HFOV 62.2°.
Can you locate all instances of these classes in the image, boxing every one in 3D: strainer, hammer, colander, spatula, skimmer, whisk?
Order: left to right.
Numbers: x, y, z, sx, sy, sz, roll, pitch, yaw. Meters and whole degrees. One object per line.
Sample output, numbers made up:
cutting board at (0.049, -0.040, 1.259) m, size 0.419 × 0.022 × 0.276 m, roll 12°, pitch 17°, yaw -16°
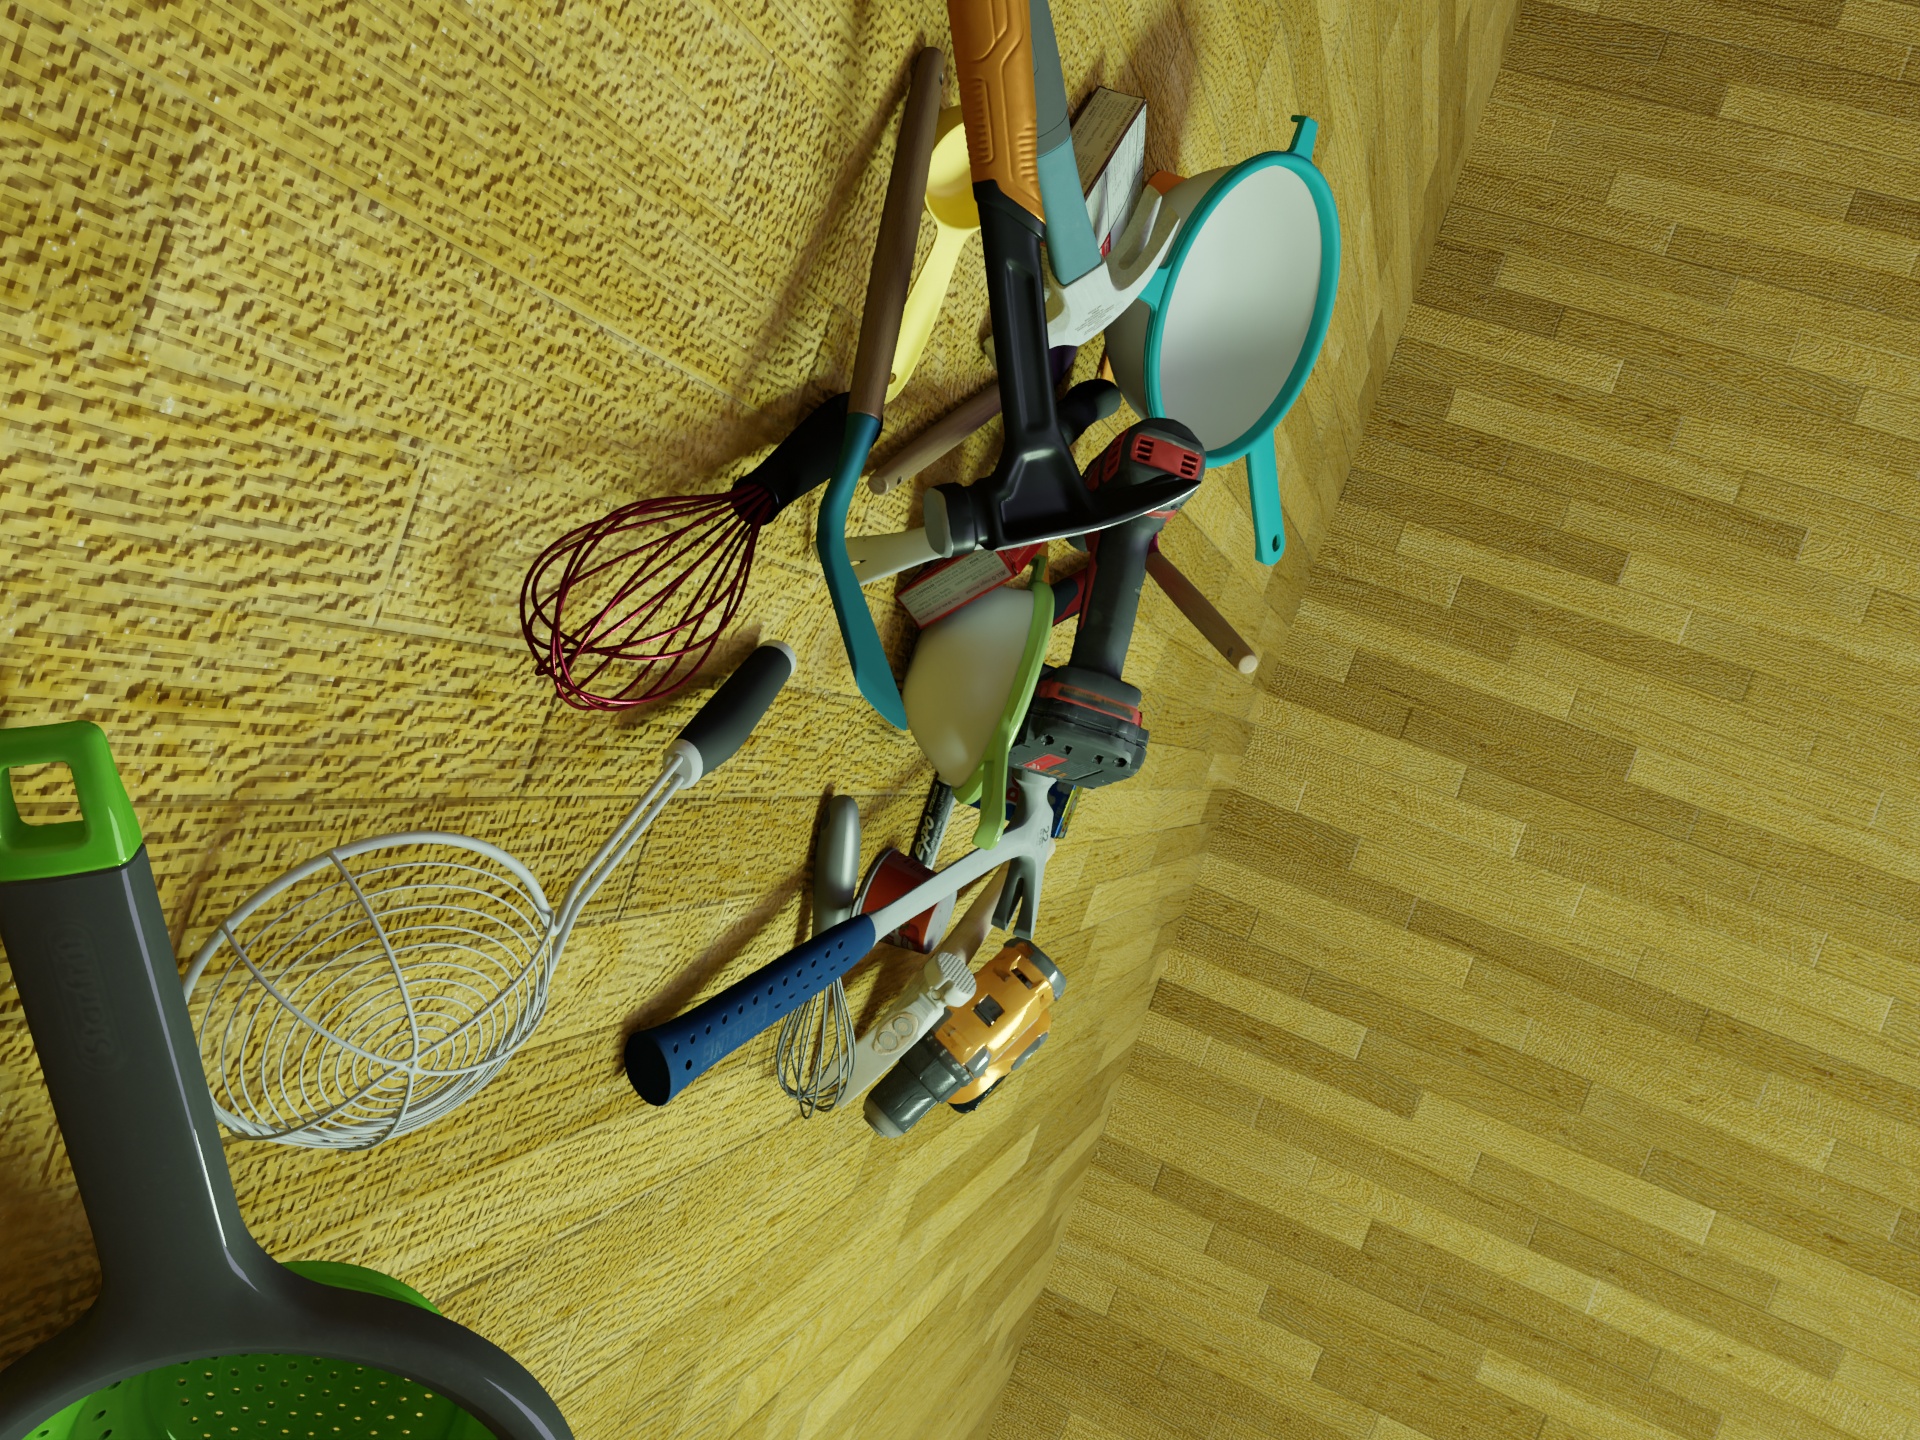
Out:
colander at (-0.229, 0.175, 0.500) m, size 0.095 × 0.204 × 0.396 m, roll -119°, pitch -155°, yaw -67°
skimmer at (-0.165, 0.037, 0.653) m, size 0.363 × 0.090 × 0.127 m, roll -61°, pitch 164°, yaw -60°
whisk at (-0.096, -0.086, 0.676) m, size 0.296 × 0.073 × 0.073 m, roll -55°, pitch 159°, yaw -55°
whisk at (-0.087, 0.154, 1.019) m, size 0.055 × 0.055 × 0.238 m, roll -40°, pitch 143°, yaw -59°
hammer at (-0.052, 0.133, 0.987) m, size 0.405 × 0.035 × 0.144 m, roll -26°, pitch 126°, yaw -53°
spatula at (-0.028, -0.157, 0.708) m, size 0.082 × 0.044 × 0.318 m, roll 45°, pitch 52°, yaw -71°
strainer at (-0.002, -0.003, 0.964) m, size 0.257 × 0.069 × 0.151 m, roll -84°, pitch -163°, yaw -63°
hammer at (0.002, 0.177, 1.298) m, size 0.146 × 0.038 × 0.411 m, roll -45°, pitch 178°, yaw 21°
spatula at (0.019, -0.195, 0.976) m, size 0.316 × 0.018 × 0.059 m, roll -48°, pitch 154°, yaw -53°
hammer at (0.026, -0.243, 0.677) m, size 0.034 × 0.127 × 0.336 m, roll -144°, pitch -137°, yaw -65°
hammer at (0.038, -0.156, 0.953) m, size 0.409 × 0.149 × 0.036 m, roll -54°, pitch 125°, yaw -65°
hammer at (0.040, -0.307, 0.815) m, size 0.128 × 0.033 × 0.330 m, roll -32°, pitch 152°, yaw -2°
hammer at (0.082, -0.085, 1.278) m, size 0.386 × 0.038 × 0.143 m, roll -32°, pitch 142°, yaw -64°
strainer at (0.178, -0.247, 1.134) m, size 0.211 × 0.095 × 0.340 m, roll -46°, pitch 143°, yaw -21°

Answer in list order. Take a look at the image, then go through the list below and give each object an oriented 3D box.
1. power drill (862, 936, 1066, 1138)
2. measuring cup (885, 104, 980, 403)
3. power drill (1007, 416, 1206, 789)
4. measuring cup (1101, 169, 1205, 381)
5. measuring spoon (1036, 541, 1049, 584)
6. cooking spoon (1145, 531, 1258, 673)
power drill at (0.000, 0.267, 1.291) m, size 0.185 × 0.084 × 0.226 m, roll -43°, pitch 168°, yaw -11°
measuring cup at (-0.018, -0.232, 0.798) m, size 0.062 × 0.029 × 0.156 m, roll -1°, pitch 131°, yaw -37°
power drill at (0.086, -0.074, 1.050) m, size 0.188 × 0.080 × 0.227 m, roll 149°, pitch -42°, yaw -76°
measuring cup at (0.148, -0.313, 1.176) m, size 0.095 × 0.052 × 0.173 m, roll -19°, pitch 126°, yaw -69°
measuring spoon at (0.062, -0.129, 1.135) m, size 0.021 × 0.011 × 0.117 m, roll -6°, pitch 96°, yaw -64°
cooking spoon at (0.137, -0.098, 1.065) m, size 0.319 × 0.017 × 0.068 m, roll -115°, pitch -135°, yaw -63°
